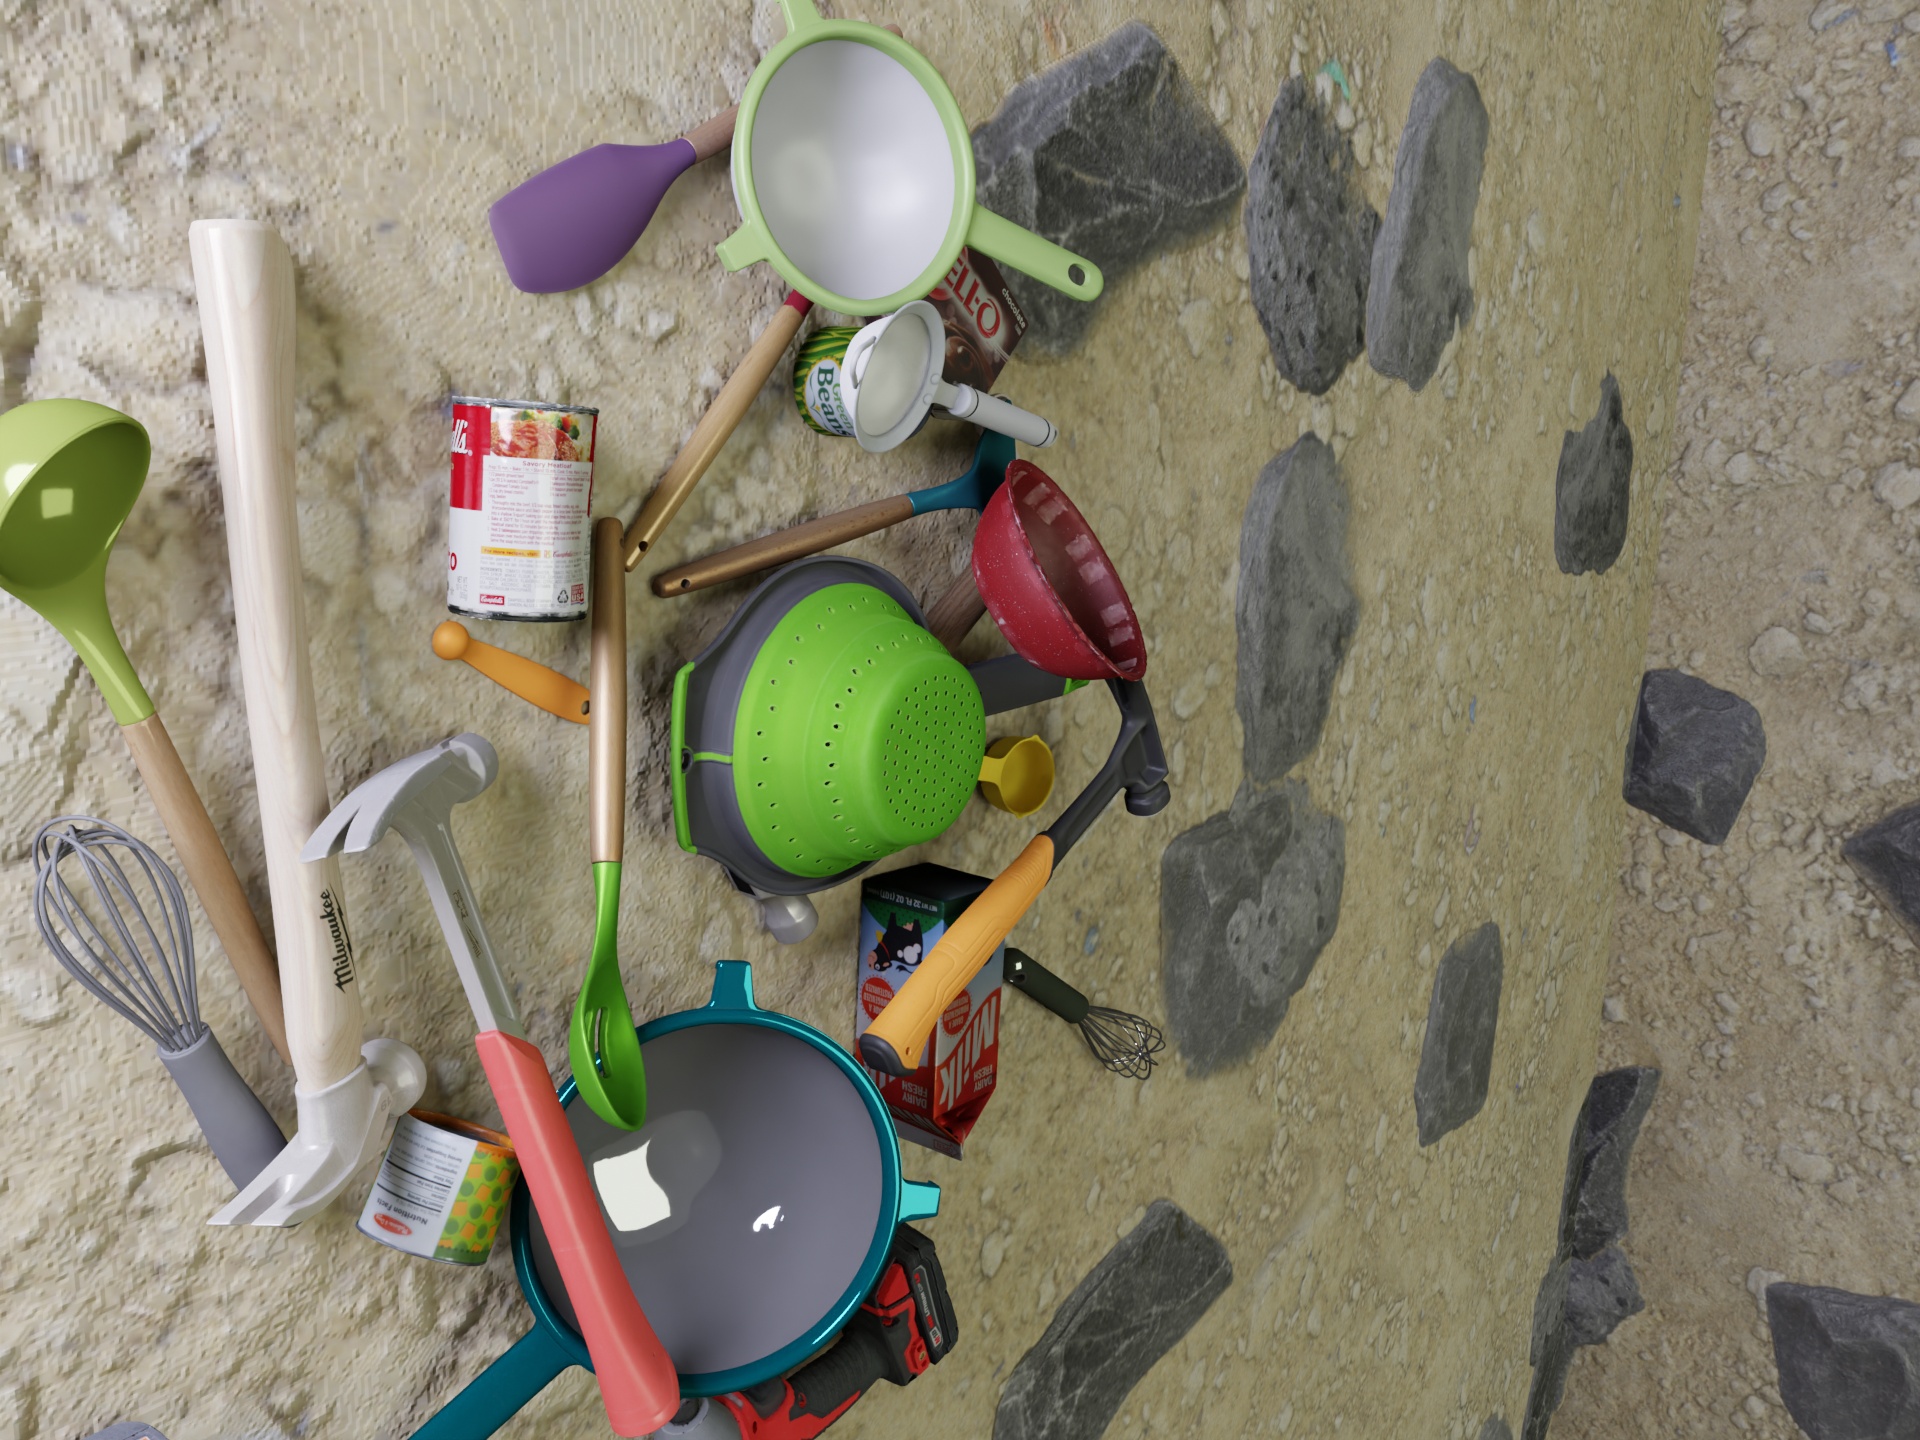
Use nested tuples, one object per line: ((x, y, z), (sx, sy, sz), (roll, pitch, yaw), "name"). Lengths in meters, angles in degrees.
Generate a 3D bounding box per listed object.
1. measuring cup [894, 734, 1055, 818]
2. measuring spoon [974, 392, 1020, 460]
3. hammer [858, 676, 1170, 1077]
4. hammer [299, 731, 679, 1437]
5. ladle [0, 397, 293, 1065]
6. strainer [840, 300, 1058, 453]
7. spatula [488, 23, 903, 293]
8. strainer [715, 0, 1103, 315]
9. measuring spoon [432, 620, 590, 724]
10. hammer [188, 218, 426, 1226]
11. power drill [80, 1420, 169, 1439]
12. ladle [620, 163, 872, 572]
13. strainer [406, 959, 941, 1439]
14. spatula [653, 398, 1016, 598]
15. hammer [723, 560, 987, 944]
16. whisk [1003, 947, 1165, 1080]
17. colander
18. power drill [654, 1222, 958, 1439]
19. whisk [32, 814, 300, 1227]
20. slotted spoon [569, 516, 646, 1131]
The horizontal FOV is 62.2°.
((0.003, 0.031, 1.119), (0.156, 0.029, 0.062), (12, 89, -41), "measuring cup")
((0.031, -0.175, 1.107), (0.034, 0.018, 0.124), (-49, 141, -27), "measuring spoon")
((0.040, 0.101, 1.050), (0.337, 0.034, 0.127), (-47, 132, -37), "hammer")
((-0.206, 0.190, 0.756), (0.149, 0.036, 0.359), (-75, 151, -74), "hammer")
((-0.322, 0.022, 0.660), (0.078, 0.062, 0.320), (-58, 144, -53), "ladle")
((-0.006, -0.188, 0.932), (0.258, 0.050, 0.087), (5, 111, -59), "strainer")
((-0.129, -0.313, 0.855), (0.316, 0.018, 0.059), (-46, 137, -34), "spatula")
((-0.029, -0.287, 0.900), (0.256, 0.069, 0.151), (13, 89, -39), "strainer")
((-0.221, -0.022, 0.814), (0.116, 0.011, 0.021), (34, 72, -51), "measuring spoon")
((-0.288, 0.003, 0.669), (0.146, 0.038, 0.410), (-74, 162, -78), "hammer")
((-0.388, 0.432, 0.659), (0.164, 0.084, 0.226), (-15, 114, -50), "power drill")
((-0.110, -0.212, 0.901), (0.069, 0.031, 0.315), (46, 64, -41), "ladle")
((-0.192, 0.296, 0.875), (0.340, 0.095, 0.211), (-41, 105, -12), "strainer")
((-0.060, -0.125, 0.978), (0.317, 0.044, 0.082), (-24, 121, -39), "spatula")
((-0.046, -0.019, 1.028), (0.331, 0.031, 0.129), (-53, 136, -31), "hammer")
((0.096, 0.233, 1.273), (0.246, 0.058, 0.059), (41, 32, -46), "whisk")
((-0.002, -0.003, 0.984), (0.397, 0.094, 0.204), (-15, 111, -51), "colander")
((-0.106, 0.425, 1.031), (0.220, 0.079, 0.143), (-38, 127, -37), "power drill")
((-0.331, 0.138, 0.685), (0.055, 0.055, 0.238), (-43, 135, -38), "whisk")
((-0.179, 0.047, 0.807), (0.070, 0.031, 0.314), (53, 34, -75), "slotted spoon")
